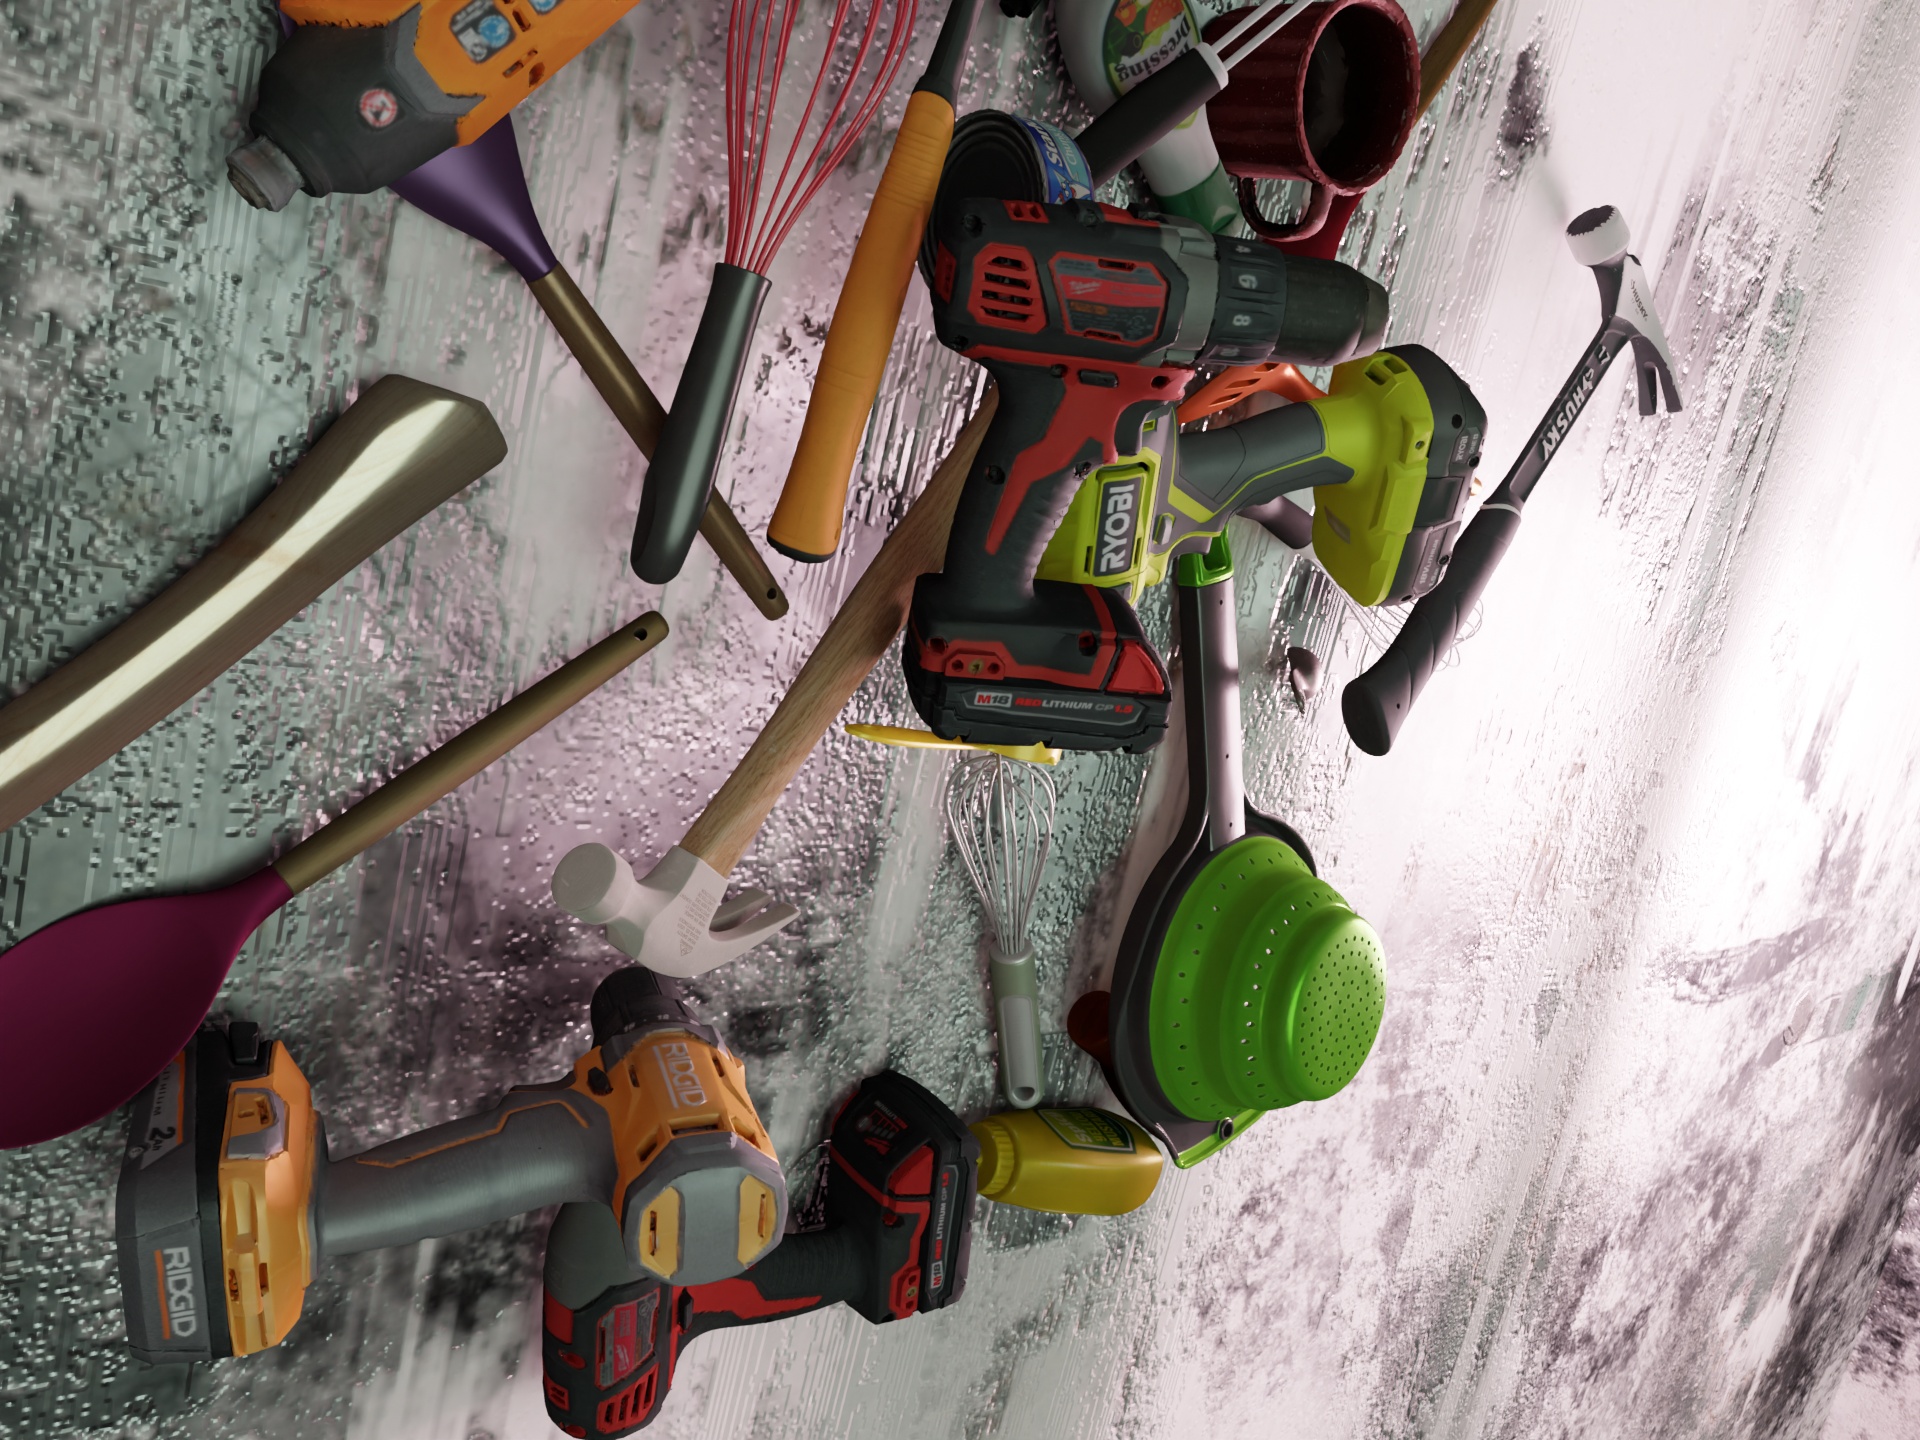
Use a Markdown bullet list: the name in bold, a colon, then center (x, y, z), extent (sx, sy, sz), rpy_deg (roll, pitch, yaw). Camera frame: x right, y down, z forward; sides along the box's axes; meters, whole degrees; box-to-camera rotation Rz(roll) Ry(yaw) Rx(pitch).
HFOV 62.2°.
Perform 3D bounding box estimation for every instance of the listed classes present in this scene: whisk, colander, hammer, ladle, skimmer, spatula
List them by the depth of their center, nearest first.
- **hammer**: center (-0.319, 0.024, 0.538), extent (0.411, 0.038, 0.146), rpy_deg (-43, 131, -20)
- **spatula**: center (-0.151, -0.153, 0.623), extent (0.060, 0.018, 0.315), rpy_deg (-46, 130, -16)
- **whisk**: center (-0.080, -0.195, 0.628), extent (0.073, 0.073, 0.296), rpy_deg (13, 97, -43)
- **hammer**: center (-0.020, -0.218, 0.639), extent (0.127, 0.034, 0.336), rpy_deg (-68, 178, -69)
- **skimmer**: center (0.165, -0.312, 0.675), extent (0.363, 0.090, 0.127), rpy_deg (-36, 126, 12)
- **hammer**: center (-0.053, -0.028, 0.735), extent (0.331, 0.031, 0.129), rpy_deg (-56, 148, -13)
- **whisk**: center (0.028, 0.119, 0.868), extent (0.058, 0.059, 0.246), rpy_deg (-5, 121, 2)
- **ladle**: center (0.239, -0.324, 0.885), extent (0.315, 0.031, 0.069), rpy_deg (-56, 133, -11)
- **colander**: center (0.179, 0.081, 0.918), extent (0.204, 0.094, 0.397), rpy_deg (-20, 112, -41)
- **spatula**: center (0.229, -0.166, 0.926), extent (0.322, 0.041, 0.081), rpy_deg (11, 143, -46)
- **whisk**: center (0.223, -0.095, 0.943), extent (0.284, 0.070, 0.070), rpy_deg (25, 90, -40)
- **hammer**: center (0.341, -0.136, 0.978), extent (0.149, 0.036, 0.409), rpy_deg (51, 63, -27)

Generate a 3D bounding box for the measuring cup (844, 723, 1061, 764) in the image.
- **measuring cup**: center (-0.001, -0.002, 0.763), extent (0.156, 0.062, 0.029), rpy_deg (4, 107, -55)

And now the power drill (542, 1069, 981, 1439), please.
- **power drill**: center (-0.101, 0.256, 0.793), extent (0.219, 0.079, 0.143), rpy_deg (-8, 112, -35)

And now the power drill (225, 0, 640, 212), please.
- **power drill**: center (-0.210, -0.276, 0.474), extent (0.164, 0.084, 0.226), rpy_deg (-48, 130, -15)

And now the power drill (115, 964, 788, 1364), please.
- **power drill**: center (-0.197, 0.158, 0.631), extent (0.226, 0.185, 0.084), rpy_deg (-3, 110, -20)

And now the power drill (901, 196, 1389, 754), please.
- **power drill**: center (0.070, -0.102, 0.679), extent (0.188, 0.080, 0.226), rpy_deg (4, 118, -11)

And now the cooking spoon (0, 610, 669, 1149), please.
- **cooking spoon**: center (-0.241, 0.047, 0.619), extent (0.319, 0.017, 0.069), rpy_deg (-39, 89, -26)

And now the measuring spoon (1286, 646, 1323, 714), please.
- **measuring spoon**: center (0.203, -0.022, 0.928), extent (0.124, 0.018, 0.034), rpy_deg (-42, 112, -74)

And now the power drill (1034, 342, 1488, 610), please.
- **power drill**: center (0.136, -0.099, 0.808), extent (0.228, 0.080, 0.190), rpy_deg (-11, 132, -17)
